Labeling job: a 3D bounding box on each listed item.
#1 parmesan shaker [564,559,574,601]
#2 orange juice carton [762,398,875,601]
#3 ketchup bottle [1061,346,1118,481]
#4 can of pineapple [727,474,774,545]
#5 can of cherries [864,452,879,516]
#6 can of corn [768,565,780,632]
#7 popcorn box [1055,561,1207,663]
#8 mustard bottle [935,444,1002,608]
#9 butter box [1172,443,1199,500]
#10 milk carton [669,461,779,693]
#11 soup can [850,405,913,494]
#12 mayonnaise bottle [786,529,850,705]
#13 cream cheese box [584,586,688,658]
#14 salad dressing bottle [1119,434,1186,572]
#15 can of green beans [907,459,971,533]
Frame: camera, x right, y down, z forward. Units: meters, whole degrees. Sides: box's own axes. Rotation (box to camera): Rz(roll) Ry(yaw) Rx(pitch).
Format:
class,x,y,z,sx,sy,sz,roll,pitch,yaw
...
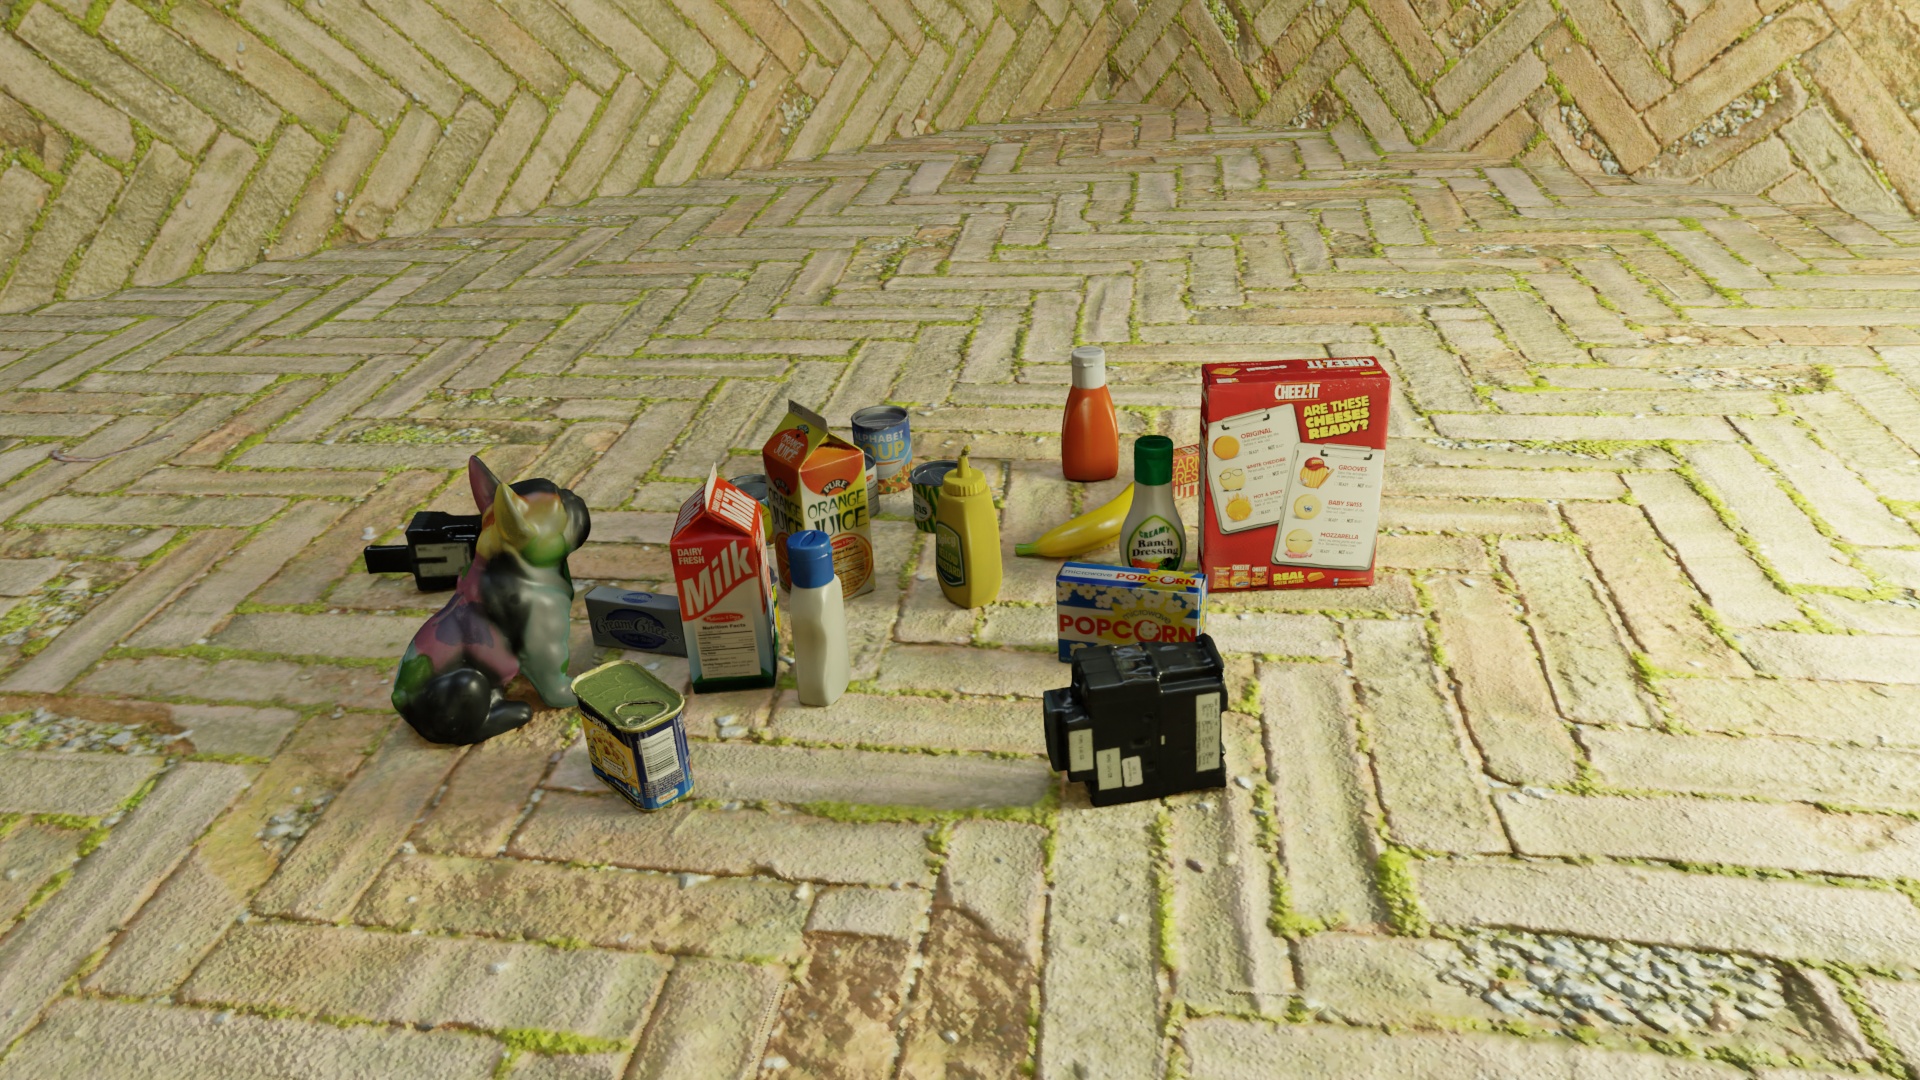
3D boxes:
class,x,y,z,sx,sy,sz,roll,pitch,yaw
parmesan shaker,-0.423,0.016,1.360,0.071,0.102,0.071,-3,26,2
orange juice carton,-0.137,-0.038,1.330,0.073,0.191,0.072,-20,31,-30
ketchup bottle,0.144,-0.140,1.548,0.065,0.148,0.044,-2,26,3
can of pineapple,-0.221,-0.030,1.476,0.071,0.057,0.071,-3,27,2
can of cherries,-0.125,-0.060,1.522,0.071,0.058,0.072,-3,27,2
can of corn,-0.201,0.060,1.294,0.071,0.058,0.071,-3,27,2
popcorn box,0.148,0.068,1.205,0.127,0.084,0.038,5,28,17
mustard bottle,0.005,-0.016,1.306,0.049,0.159,0.065,-22,31,-32
butter box,0.261,-0.078,1.516,0.104,0.053,0.024,-13,28,-18
milk carton,-0.205,0.032,1.203,0.073,0.189,0.072,-5,26,-2
soup can,-0.088,-0.102,1.572,0.071,0.083,0.071,-3,26,2
mayonnaise bottle,-0.122,0.064,1.176,0.041,0.147,0.065,3,27,13
cream cheese box,-0.294,0.075,1.281,0.104,0.053,0.024,6,28,19
salad dressing bottle,0.182,-0.026,1.318,0.064,0.147,0.044,-3,26,2
can of green beans,-0.019,-0.047,1.483,0.071,0.057,0.071,-3,27,2
